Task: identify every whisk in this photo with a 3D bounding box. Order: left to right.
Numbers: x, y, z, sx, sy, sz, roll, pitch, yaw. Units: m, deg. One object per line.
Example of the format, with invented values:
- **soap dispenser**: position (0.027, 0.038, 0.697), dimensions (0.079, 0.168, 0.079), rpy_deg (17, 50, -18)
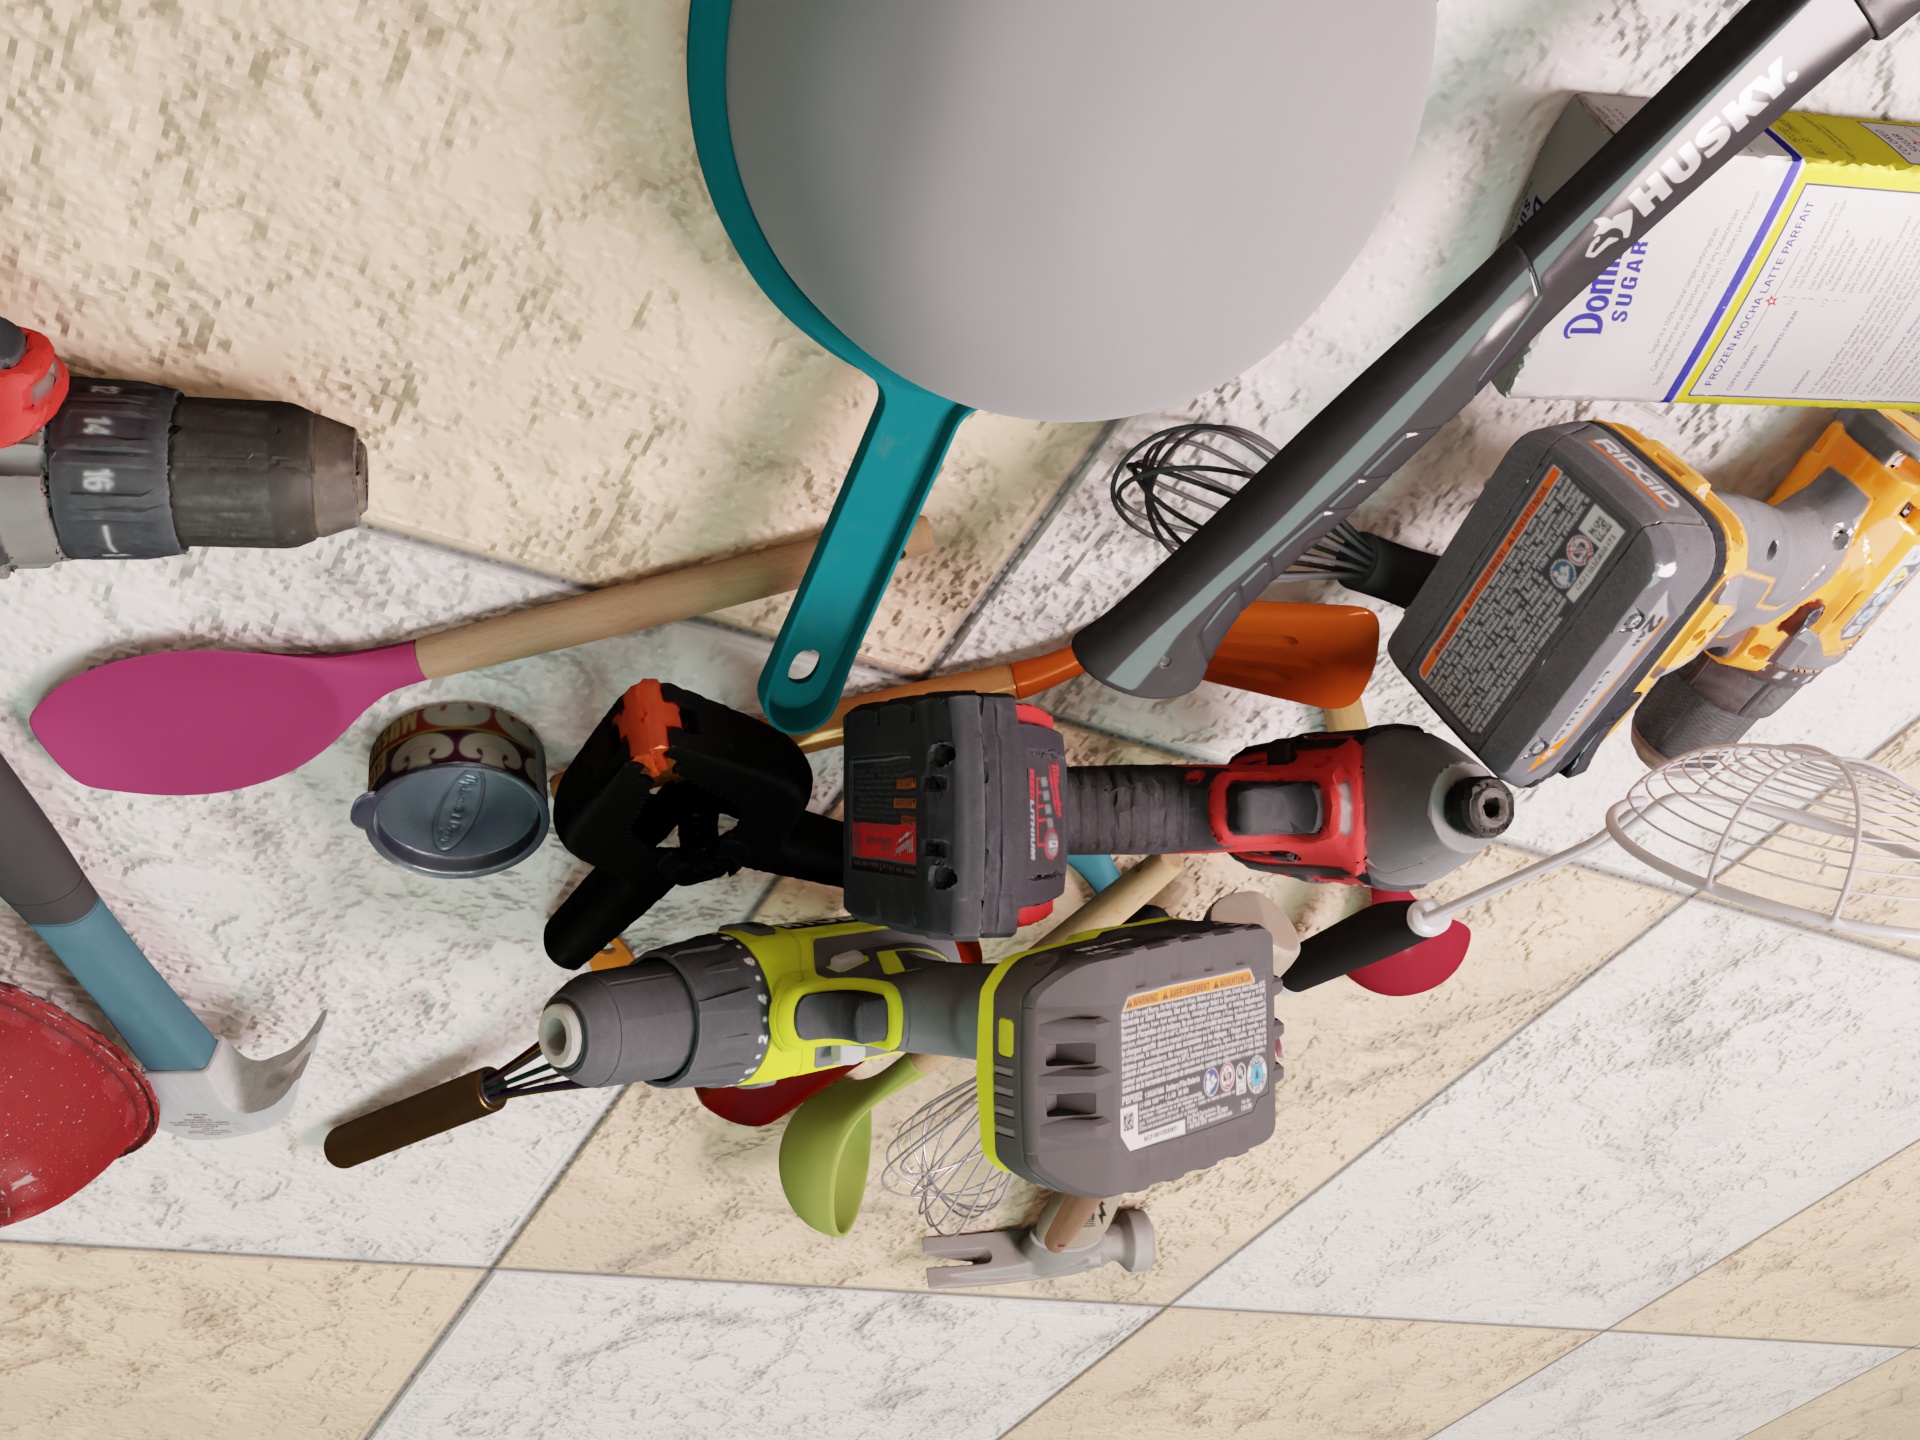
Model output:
- **whisk**: position (-0.199, 0.159, 0.733), dimensions (0.245, 0.051, 0.047), rpy_deg (-24, 98, 20)
- **whisk**: position (0.034, 0.174, 0.782), dimensions (0.070, 0.070, 0.284), rpy_deg (8, 137, -24)
- **whisk**: position (0.153, -0.063, 0.603), dimensions (0.238, 0.055, 0.055), rpy_deg (13, 131, -34)

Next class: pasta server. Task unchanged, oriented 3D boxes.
- **pasta server**: position (0.084, 0.209, 0.790), dimensions (0.060, 0.040, 0.316), rpy_deg (10, 140, -6)

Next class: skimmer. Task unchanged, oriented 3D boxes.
- **skimmer**: position (0.244, 0.095, 0.671), dimensions (0.127, 0.090, 0.363), rpy_deg (-1, 159, -25)

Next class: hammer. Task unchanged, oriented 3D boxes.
- **hammer**: position (-0.337, 0.059, 0.581), dimensions (0.128, 0.033, 0.330), rpy_deg (-2, 136, 6)
- **hammer**: position (0.081, 0.216, 0.857), dimensions (0.146, 0.038, 0.410), rpy_deg (-1, 141, -14)
- **hammer**: position (0.157, -0.125, 0.475), dimensions (0.146, 0.035, 0.334), rpy_deg (30, 117, -33)

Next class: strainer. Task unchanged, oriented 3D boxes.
- **strainer**: position (0.017, -0.107, 0.443), dimensions (0.211, 0.095, 0.340), rpy_deg (7, 126, -30)

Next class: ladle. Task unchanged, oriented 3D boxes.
- **ladle**: position (0.007, 0.154, 0.748), dimensions (0.062, 0.078, 0.320), rpy_deg (34, 128, -14)
- **ladle**: position (0.197, 0.053, 0.752), dimensions (0.069, 0.031, 0.315), rpy_deg (-19, 136, 9)

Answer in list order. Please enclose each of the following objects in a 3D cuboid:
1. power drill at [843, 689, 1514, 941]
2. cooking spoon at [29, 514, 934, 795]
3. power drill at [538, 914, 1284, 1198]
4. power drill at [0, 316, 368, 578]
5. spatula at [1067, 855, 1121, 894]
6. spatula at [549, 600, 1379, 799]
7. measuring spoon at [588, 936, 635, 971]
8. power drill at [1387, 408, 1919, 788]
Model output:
- **power drill**: position (0.077, 0.032, 0.565), dimensions (0.219, 0.078, 0.143), rpy_deg (0, 177, -21)
- **cooking spoon**: position (-0.164, -0.028, 0.561), dimensions (0.319, 0.017, 0.068), rpy_deg (-14, 135, -1)
- **power drill**: position (-0.019, 0.110, 0.578), dimensions (0.228, 0.080, 0.190), rpy_deg (-2, 178, 41)
- **power drill**: position (-0.250, -0.124, 0.391), dimensions (0.188, 0.080, 0.226), rpy_deg (0, 139, -16)
- **spatula**: position (0.089, 0.112, 0.769), dimensions (0.082, 0.044, 0.317), rpy_deg (-23, 139, 15)
- **spatula**: position (-0.001, -0.002, 0.621), dimensions (0.322, 0.041, 0.081), rpy_deg (-13, 153, 0)
- **measuring spoon**: position (-0.152, 0.131, 0.744), dimensions (0.021, 0.011, 0.116), rpy_deg (-11, 135, 2)
- **power drill**: position (0.273, -0.036, 0.614), dimensions (0.226, 0.084, 0.185), rpy_deg (-10, 140, -32)
